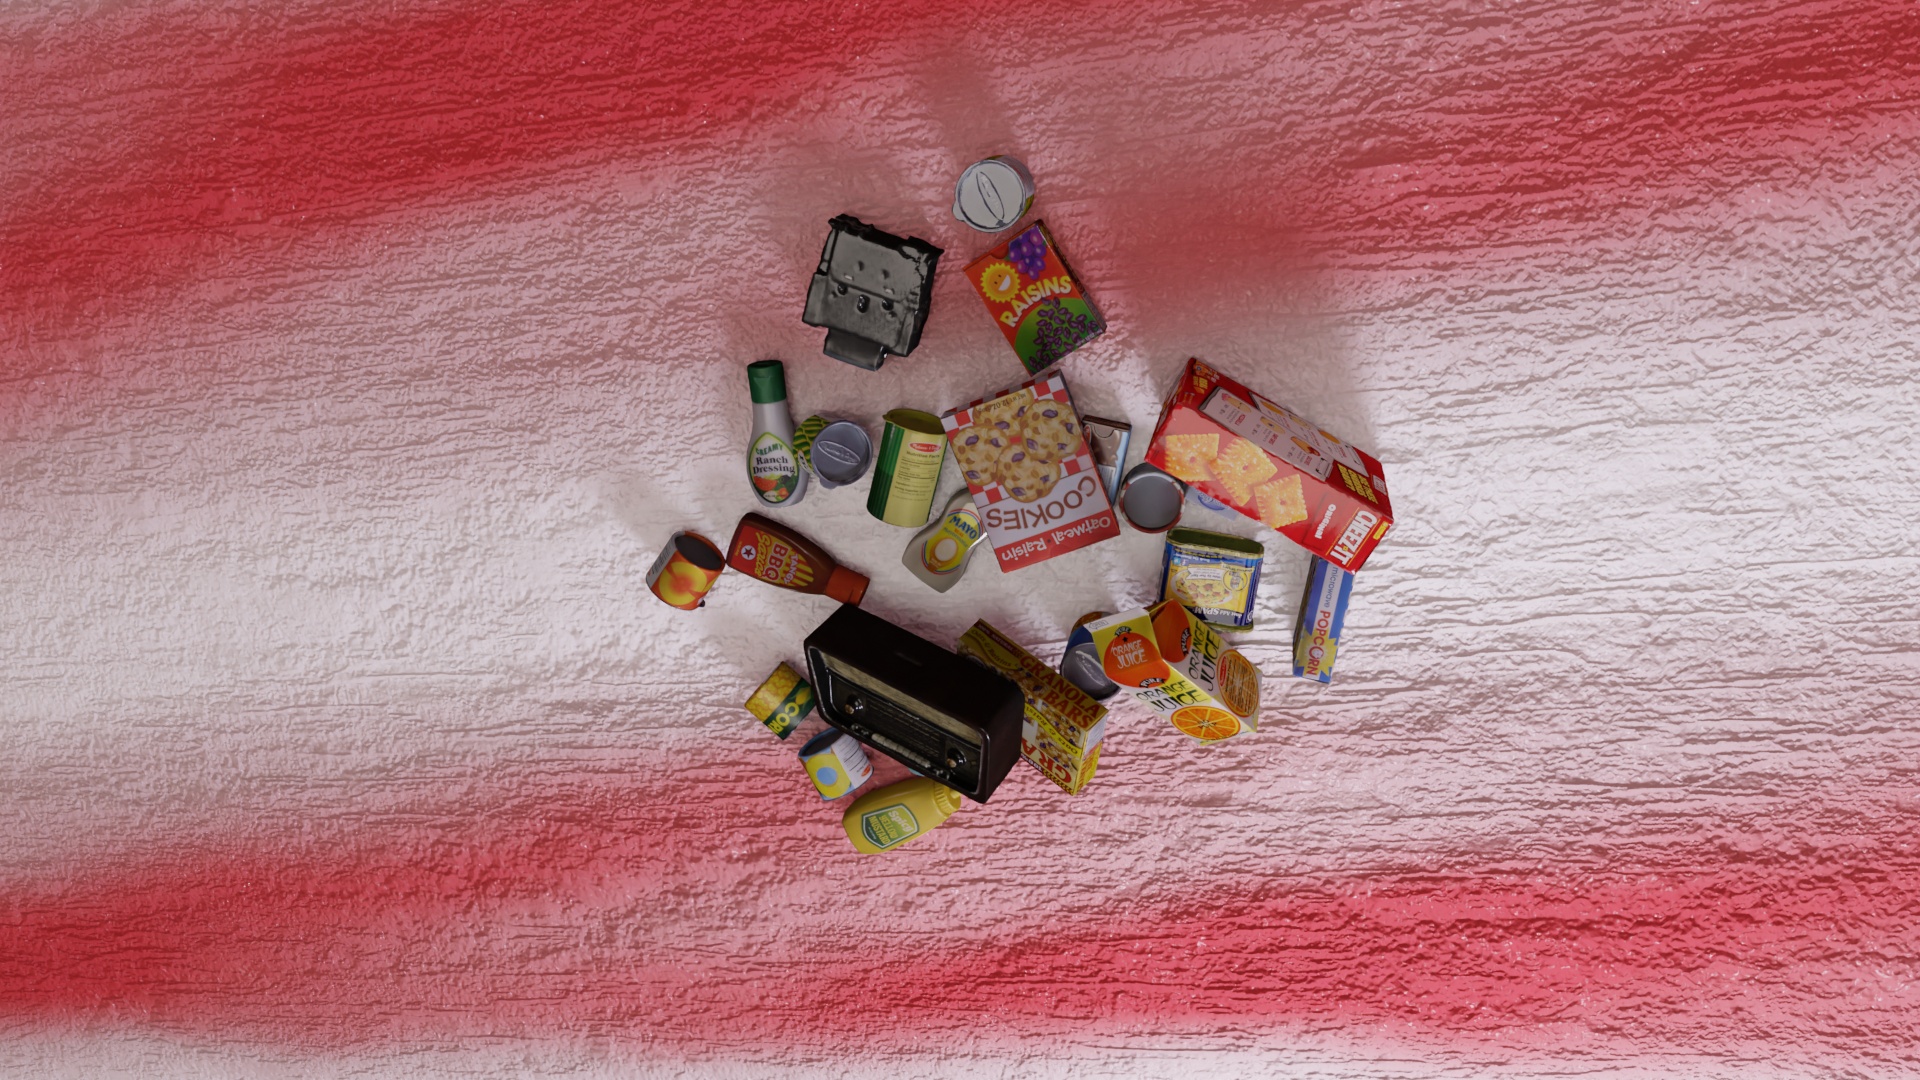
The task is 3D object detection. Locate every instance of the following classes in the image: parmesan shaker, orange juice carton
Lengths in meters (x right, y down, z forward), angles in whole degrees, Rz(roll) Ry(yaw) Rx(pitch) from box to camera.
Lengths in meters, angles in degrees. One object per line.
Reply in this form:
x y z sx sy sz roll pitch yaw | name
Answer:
-0.055 -0.073 1.392 0.071 0.071 0.102 17 113 5 | parmesan shaker
0.208 0.121 1.355 0.192 0.073 0.071 37 140 -29 | orange juice carton

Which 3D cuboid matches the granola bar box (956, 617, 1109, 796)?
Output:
0.067 0.170 1.409 0.166 0.039 0.123 35 146 24 | granola bar box

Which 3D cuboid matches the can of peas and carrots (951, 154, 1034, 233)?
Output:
0.031 -0.321 1.290 0.071 0.059 0.070 4 110 11 | can of peas and carrots

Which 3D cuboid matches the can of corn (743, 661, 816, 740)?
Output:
-0.194 0.175 1.507 0.058 0.071 0.071 41 112 -4 | can of corn

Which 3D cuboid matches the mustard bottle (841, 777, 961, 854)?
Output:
-0.052 0.294 1.532 0.160 0.049 0.065 -25 104 19 | mustard bottle

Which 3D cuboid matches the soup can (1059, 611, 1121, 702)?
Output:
0.137 0.119 1.412 0.071 0.084 0.071 4 110 11 | soup can

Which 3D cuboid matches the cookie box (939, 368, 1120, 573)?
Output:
0.069 -0.065 1.344 0.123 0.040 0.167 -19 103 12 | cookie box

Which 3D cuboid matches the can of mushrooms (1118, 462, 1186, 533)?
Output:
0.190 -0.040 1.372 0.071 0.033 0.070 3 110 10 | can of mushrooms

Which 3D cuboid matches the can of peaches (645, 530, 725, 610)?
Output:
-0.290 0.033 1.480 0.071 0.071 0.058 35 112 -2 | can of peaches

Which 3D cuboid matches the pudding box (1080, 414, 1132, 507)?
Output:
0.137 -0.078 1.371 0.050 0.030 0.083 13 111 8 | pudding box

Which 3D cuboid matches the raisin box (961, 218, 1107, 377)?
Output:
0.071 -0.231 1.325 0.086 0.040 0.123 -29 101 21 | raisin box

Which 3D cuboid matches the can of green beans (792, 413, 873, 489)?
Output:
-0.129 -0.092 1.391 0.071 0.058 0.071 -6 105 -24 | can of green beans

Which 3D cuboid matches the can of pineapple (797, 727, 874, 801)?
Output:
-0.139 0.244 1.523 0.071 0.071 0.057 -24 103 19 | can of pineapple

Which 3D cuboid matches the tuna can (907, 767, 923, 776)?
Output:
-0.030 0.222 1.494 0.071 0.071 0.032 -3 114 13 | tuna can

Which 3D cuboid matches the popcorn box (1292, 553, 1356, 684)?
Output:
0.352 0.063 1.346 0.038 0.085 0.126 11 112 9 | popcorn box

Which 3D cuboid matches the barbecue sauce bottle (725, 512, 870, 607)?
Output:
-0.170 0.026 1.464 0.148 0.044 0.064 24 111 2 | barbecue sauce bottle

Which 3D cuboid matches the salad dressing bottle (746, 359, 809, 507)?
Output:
-0.191 -0.109 1.420 0.064 0.044 0.147 -2 109 9 | salad dressing bottle

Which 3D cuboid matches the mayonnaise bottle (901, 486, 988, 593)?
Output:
0.005 -0.018 1.413 0.065 0.041 0.147 38 112 -3 | mayonnaise bottle

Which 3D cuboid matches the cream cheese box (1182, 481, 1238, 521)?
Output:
0.239 -0.051 1.319 0.053 0.104 0.024 26 107 0 | cream cheese box
